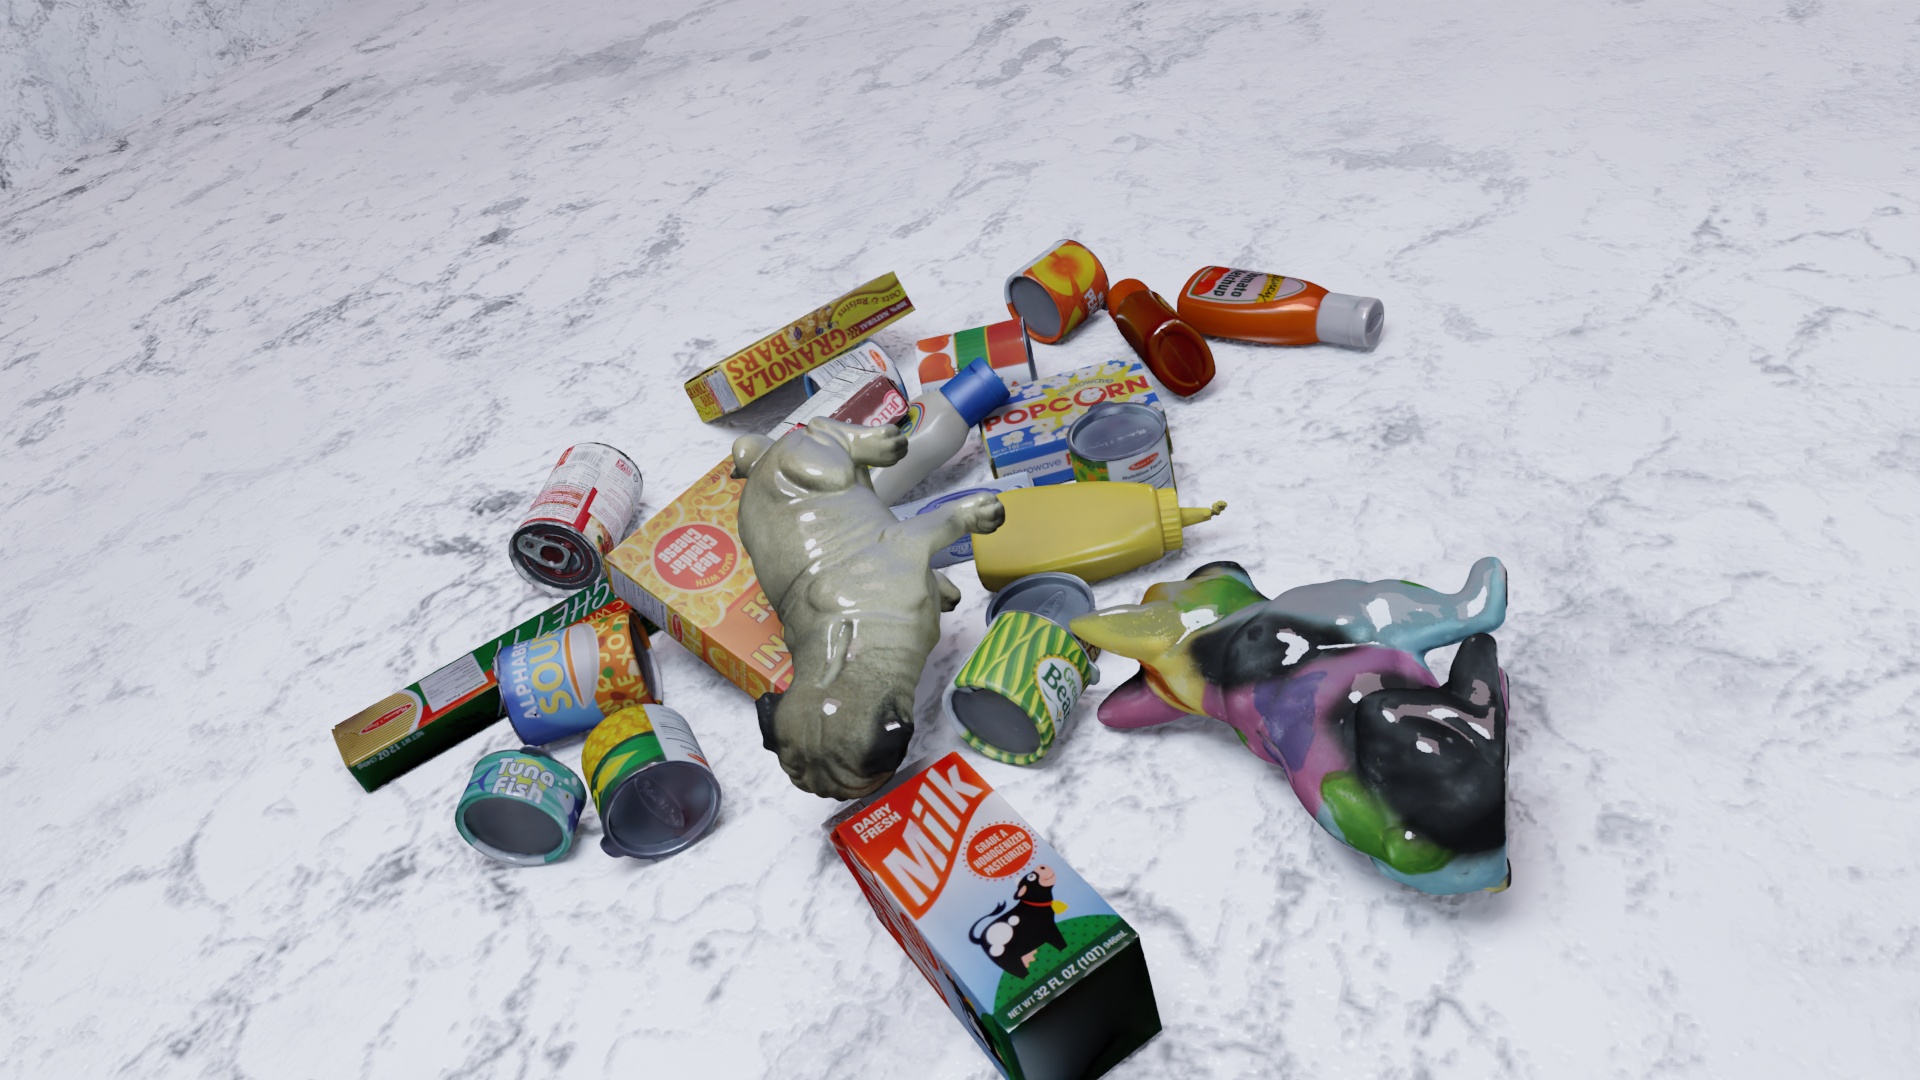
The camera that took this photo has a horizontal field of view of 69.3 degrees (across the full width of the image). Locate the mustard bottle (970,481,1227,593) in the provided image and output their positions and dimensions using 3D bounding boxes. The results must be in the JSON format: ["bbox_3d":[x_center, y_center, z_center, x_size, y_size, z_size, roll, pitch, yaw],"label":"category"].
[{"bbox_3d":[0.088,-0.006,0.873,0.160,0.048,0.065,-8,65,6],"label":"mustard bottle"}]

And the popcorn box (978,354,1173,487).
[{"bbox_3d":[0.078,-0.083,0.991,0.127,0.038,0.085,-15,35,1],"label":"popcorn box"}]

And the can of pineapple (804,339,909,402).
[{"bbox_3d":[-0.079,-0.111,1.065,0.058,0.070,0.071,-29,38,-16],"label":"can of pineapple"}]

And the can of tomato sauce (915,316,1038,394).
[{"bbox_3d":[0.014,-0.130,1.052,0.083,0.071,0.071,-11,37,7],"label":"can of tomato sauce"}]

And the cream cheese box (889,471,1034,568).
[{"bbox_3d":[0.003,-0.012,0.938,0.104,0.024,0.053,-15,37,2],"label":"cream cheese box"}]

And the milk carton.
[{"bbox_3d":[0.005,0.170,0.660,0.072,0.073,0.191,-30,38,-18],"label":"milk carton"}]

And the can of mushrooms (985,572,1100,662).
[{"bbox_3d":[0.052,0.053,0.828,0.071,0.033,0.071,-10,36,8],"label":"can of mushrooms"}]

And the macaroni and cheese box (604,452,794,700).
[{"bbox_3d":[-0.116,0.028,0.867,0.167,0.040,0.124,34,56,18],"label":"macaroni and cheese box"}]

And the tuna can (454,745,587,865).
[{"bbox_3d":[-0.247,0.150,0.783,0.071,0.070,0.033,-7,39,11],"label":"tuna can"}]

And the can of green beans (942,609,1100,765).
[{"bbox_3d":[0.031,0.082,0.771,0.071,0.071,0.058,9,44,30],"label":"can of green beans"}]

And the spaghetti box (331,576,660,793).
[{"bbox_3d":[-0.287,0.080,0.922,0.251,0.028,0.050,-30,39,-19],"label":"spaghetti box"}]

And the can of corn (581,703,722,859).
[{"bbox_3d":[-0.176,0.136,0.779,0.071,0.070,0.058,-26,37,-13],"label":"can of corn"}]

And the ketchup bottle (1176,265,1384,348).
[{"bbox_3d":[0.241,-0.173,1.044,0.149,0.043,0.065,16,46,35],"label":"ketchup bottle"}]

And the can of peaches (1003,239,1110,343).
[{"bbox_3d":[0.079,-0.199,1.121,0.071,0.071,0.058,24,52,41],"label":"can of peaches"}]

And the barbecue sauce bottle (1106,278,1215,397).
[{"bbox_3d":[0.145,-0.161,1.052,0.043,0.064,0.149,-37,26,9],"label":"barbecue sauce bottle"}]

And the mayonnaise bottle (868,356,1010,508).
[{"bbox_3d":[-0.033,-0.070,0.976,0.148,0.041,0.065,-39,33,1],"label":"mayonnaise bottle"}]

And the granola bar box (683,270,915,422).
[{"bbox_3d":[-0.133,-0.156,1.122,0.166,0.039,0.124,-33,12,-22],"label":"granola bar box"}]

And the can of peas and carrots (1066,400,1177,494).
[{"bbox_3d":[0.107,-0.051,0.922,0.071,0.058,0.071,-10,36,8],"label":"can of peas and carrots"}]

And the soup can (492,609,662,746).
[{"bbox_3d":[-0.236,0.084,0.863,0.084,0.071,0.071,-18,36,-3],"label":"soup can"}]
